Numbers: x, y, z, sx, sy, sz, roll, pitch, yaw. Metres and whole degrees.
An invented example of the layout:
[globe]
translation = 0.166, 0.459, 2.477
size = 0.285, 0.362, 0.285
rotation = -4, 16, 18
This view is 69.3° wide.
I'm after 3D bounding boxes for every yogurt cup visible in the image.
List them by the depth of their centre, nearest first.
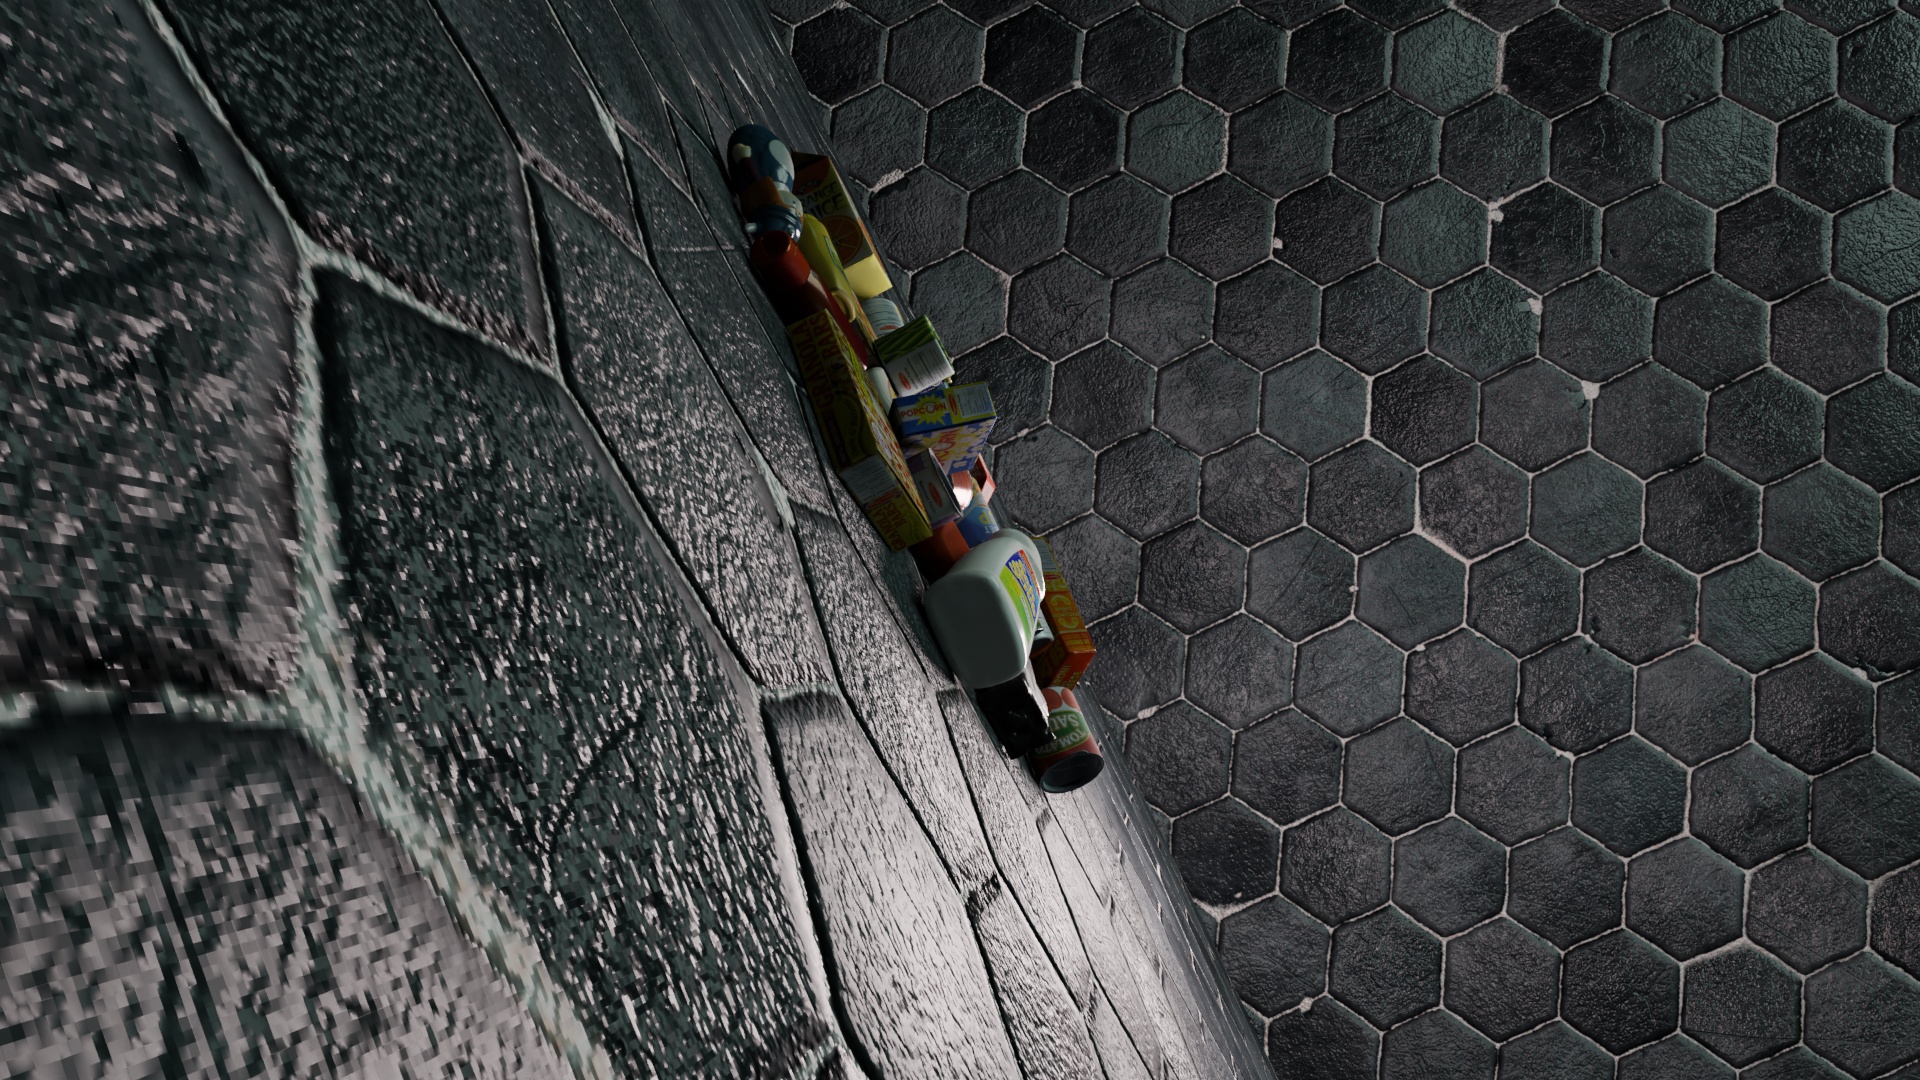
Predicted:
[yogurt cup]
translation = -0.026, -0.053, 1.379
size = 0.072, 0.072, 0.054
rotation = 65, 13, 6

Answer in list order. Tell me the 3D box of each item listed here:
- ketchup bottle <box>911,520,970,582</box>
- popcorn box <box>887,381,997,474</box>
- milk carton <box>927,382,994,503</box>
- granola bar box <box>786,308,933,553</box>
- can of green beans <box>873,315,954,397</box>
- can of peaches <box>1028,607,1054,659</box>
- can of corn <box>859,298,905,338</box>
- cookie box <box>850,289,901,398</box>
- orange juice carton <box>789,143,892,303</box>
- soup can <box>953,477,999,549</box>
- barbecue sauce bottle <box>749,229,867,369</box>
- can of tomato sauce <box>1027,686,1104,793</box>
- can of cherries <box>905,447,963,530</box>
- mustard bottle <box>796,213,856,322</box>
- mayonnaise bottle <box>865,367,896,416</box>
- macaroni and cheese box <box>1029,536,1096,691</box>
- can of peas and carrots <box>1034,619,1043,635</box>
[ketchup bottle]
translation = -0.008, 0.022, 1.287
size = 0.148, 0.043, 0.065
rotation = 60, 12, -45
[popcorn box]
translation = -0.023, -0.093, 1.233
size = 0.126, 0.085, 0.038
rotation = 118, -43, -69
[milk carton]
translation = -0.015, -0.104, 1.695
size = 0.072, 0.073, 0.191
rotation = 42, 23, -79
[granola bar box]
translation = -0.080, -0.088, 1.114
size = 0.123, 0.039, 0.166
rotation = 58, 8, -53
[can of green beans]
translation = -0.046, -0.182, 1.376
size = 0.071, 0.058, 0.071
rotation = 62, 6, -10
[can of peaches]
translation = 0.061, 0.098, 1.523
size = 0.058, 0.071, 0.071
rotation = 66, 5, 22
[can of corn]
translation = -0.093, -0.229, 1.571
size = 0.058, 0.071, 0.071
rotation = 67, 5, 32
[cookie box]
translation = -0.092, -0.169, 1.416
size = 0.167, 0.040, 0.123
rotation = 62, 5, -13
[orange juice carton]
translation = -0.151, -0.358, 1.564
size = 0.193, 0.073, 0.071
rotation = 66, 5, 26
[soup can]
translation = 0.005, -0.019, 1.481
size = 0.084, 0.071, 0.071
rotation = 66, 5, 21
[barbecue sauce bottle]
translation = -0.126, -0.195, 1.152
size = 0.065, 0.043, 0.148
rotation = 59, 1, 36
[can of tomato sauce]
translation = 0.095, 0.194, 1.362
size = 0.071, 0.071, 0.083
rotation = 59, 6, -51
[can of cherries]
translation = -0.038, -0.038, 1.197
size = 0.071, 0.058, 0.071
rotation = 62, 5, -9
[mustard bottle]
translation = -0.143, -0.270, 1.331
size = 0.065, 0.049, 0.161
rotation = 61, 6, -53
[mayonnaise bottle]
translation = -0.061, -0.092, 1.328
size = 0.148, 0.041, 0.065
rotation = 63, 4, -4
[macaroni and cheese box]
translation = 0.088, 0.098, 1.598
size = 0.123, 0.040, 0.167
rotation = 115, -36, -44
[can of peas and carrots]
translation = 0.042, 0.078, 1.406
size = 0.059, 0.071, 0.071
rotation = 64, 4, 11
